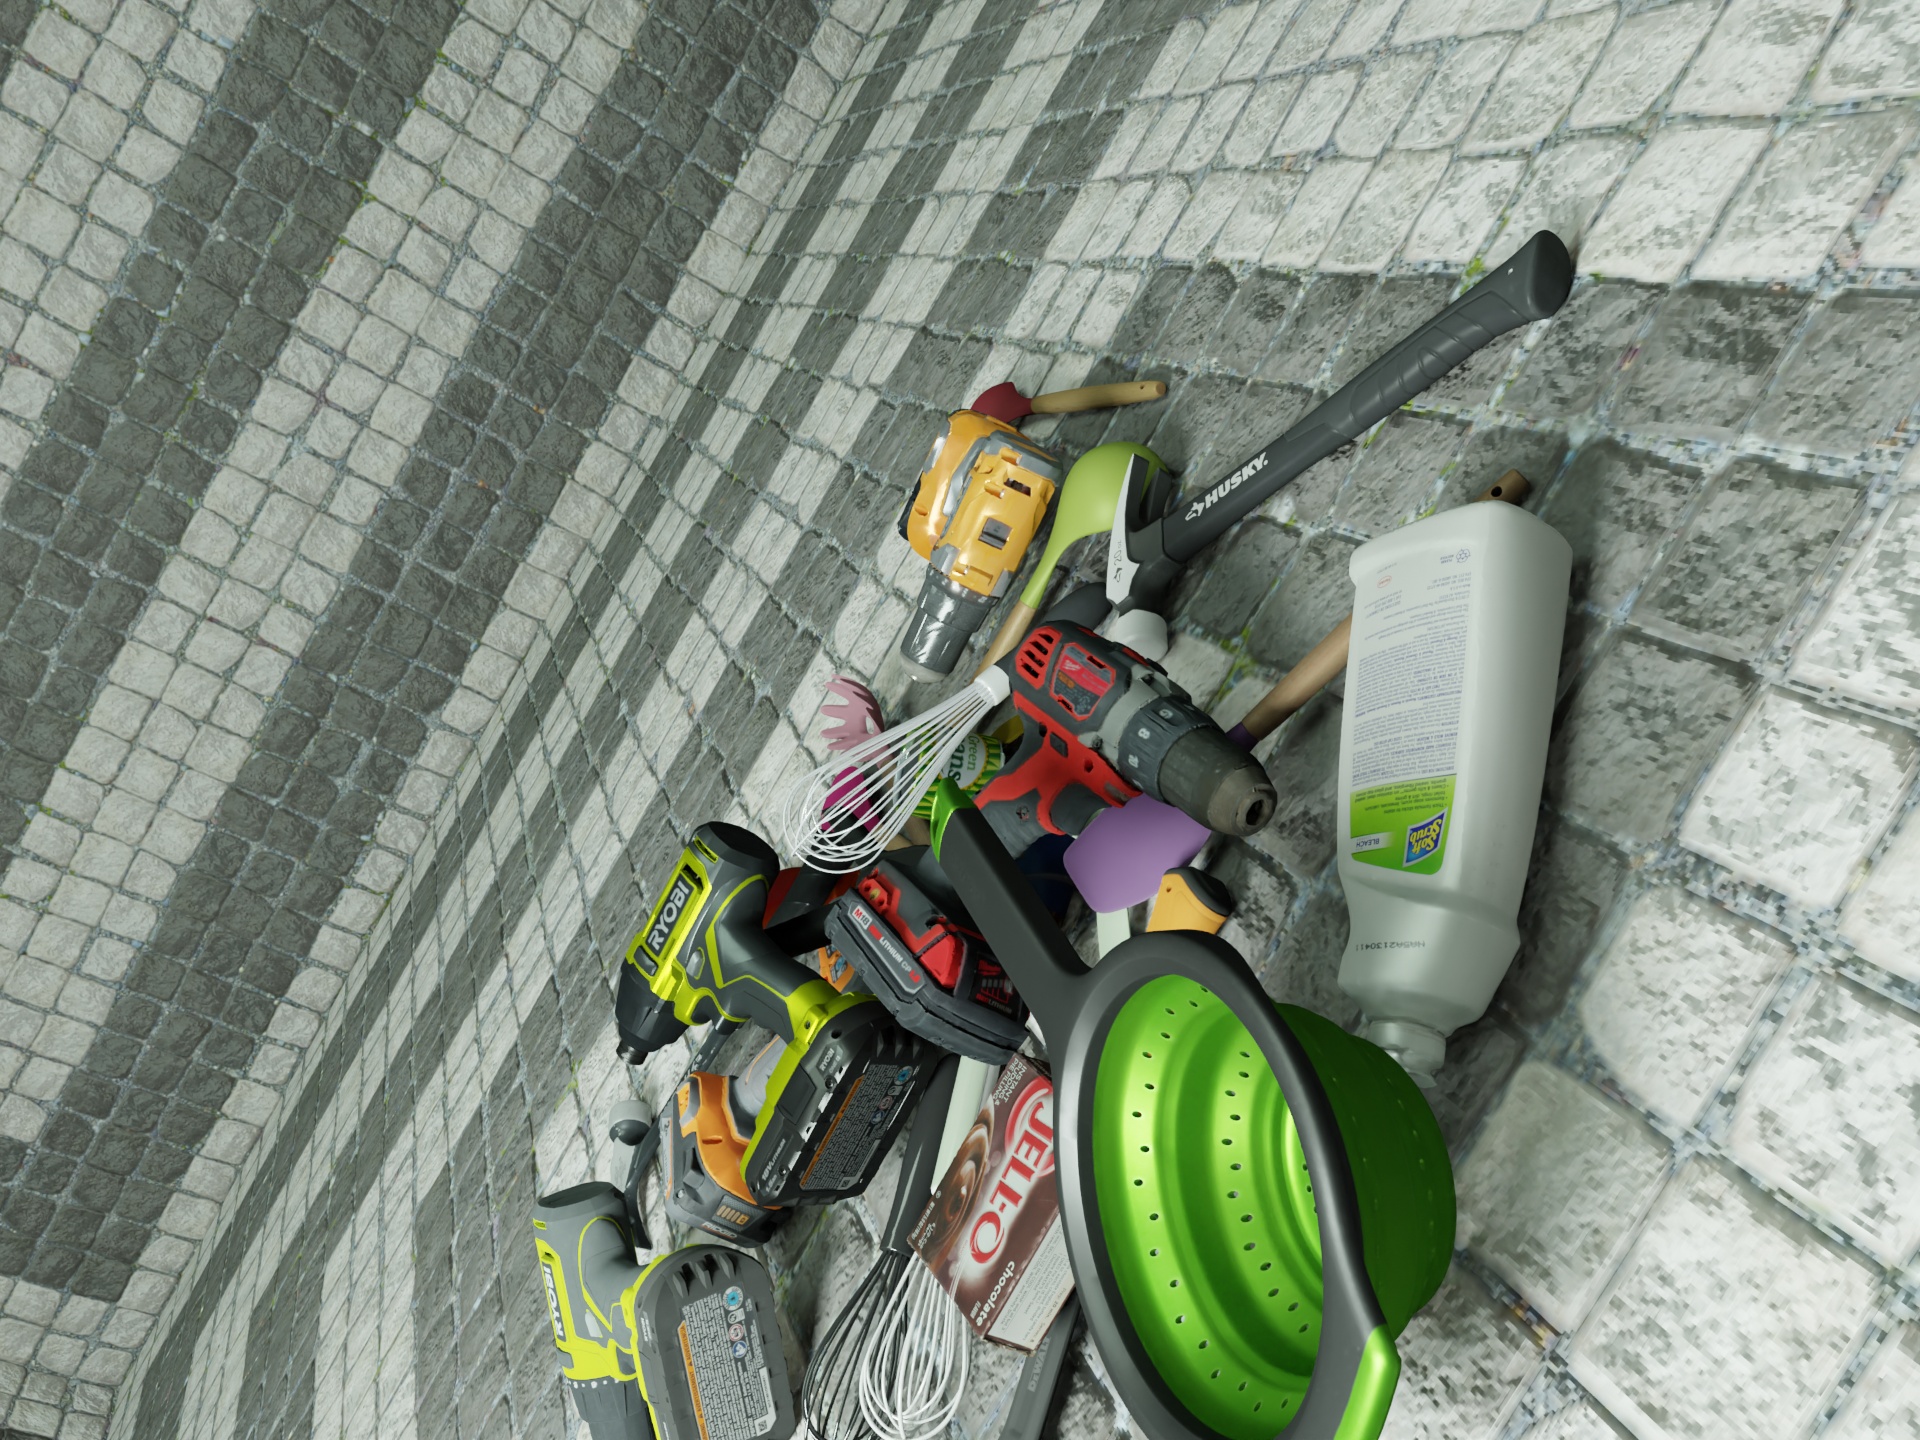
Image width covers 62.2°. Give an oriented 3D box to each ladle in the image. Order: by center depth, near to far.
[{"bbox_3d":[0.046,-0.057,1.131,0.320,0.062,0.078,-60,26,21],"label":"ladle"},{"bbox_3d":[0.076,-0.255,1.288,0.315,0.031,0.069,13,77,63],"label":"ladle"}]

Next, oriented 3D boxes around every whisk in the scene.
[{"bbox_3d":[-0.006,0.270,0.878,0.059,0.057,0.247,-2,53,23],"label":"whisk"},{"bbox_3d":[-0.037,0.300,0.902,0.055,0.055,0.239,-25,39,53],"label":"whisk"},{"bbox_3d":[-0.002,-0.003,1.031,0.284,0.070,0.070,-40,18,-20],"label":"whisk"}]

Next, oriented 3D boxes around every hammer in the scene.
[{"bbox_3d":[0.063,0.231,0.788,0.127,0.034,0.337,-9,56,59],"label":"hammer"},{"bbox_3d":[0.204,-0.168,0.921,0.334,0.035,0.146,-36,40,43],"label":"hammer"},{"bbox_3d":[-0.181,0.237,1.207,0.408,0.036,0.149,-57,26,28],"label":"hammer"}]

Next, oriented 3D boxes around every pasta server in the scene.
[{"bbox_3d":[-0.054,0.046,1.167,0.316,0.040,0.060,-122,41,-61],"label":"pasta server"}]

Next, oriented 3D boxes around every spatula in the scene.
[{"bbox_3d":[0.170,-0.010,0.822,0.316,0.018,0.060,-46,56,20],"label":"spatula"}]

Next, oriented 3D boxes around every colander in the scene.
[{"bbox_3d":[0.092,0.139,0.677,0.398,0.094,0.204,-125,41,-52],"label":"colander"}]

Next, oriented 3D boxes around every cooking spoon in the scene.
[{"bbox_3d":[-0.051,0.091,1.180,0.069,0.017,0.319,-68,24,2],"label":"cooking spoon"}]

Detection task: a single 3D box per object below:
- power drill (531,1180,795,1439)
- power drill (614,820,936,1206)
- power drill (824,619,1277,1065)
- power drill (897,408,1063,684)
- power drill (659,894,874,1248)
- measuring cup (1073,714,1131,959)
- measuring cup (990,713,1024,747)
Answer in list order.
[{"bbox_3d":[-0.196,0.404,1.011,0.228,0.080,0.190,-12,89,55],"label":"power drill"},{"bbox_3d":[-0.129,0.189,0.984,0.223,0.080,0.171,37,104,41],"label":"power drill"},{"bbox_3d":[0.048,0.069,0.837,0.226,0.080,0.188,-54,41,3],"label":"power drill"},{"bbox_3d":[0.003,-0.135,1.190,0.226,0.084,0.185,-105,39,-71],"label":"power drill"},{"bbox_3d":[-0.106,0.240,1.059,0.226,0.084,0.164,-51,26,13],"label":"power drill"},{"bbox_3d":[0.094,0.079,0.895,0.083,0.038,0.168,-18,66,38],"label":"measuring cup"},{"bbox_3d":[0.053,0.007,1.066,0.062,0.029,0.156,-69,13,-18],"label":"measuring cup"}]
